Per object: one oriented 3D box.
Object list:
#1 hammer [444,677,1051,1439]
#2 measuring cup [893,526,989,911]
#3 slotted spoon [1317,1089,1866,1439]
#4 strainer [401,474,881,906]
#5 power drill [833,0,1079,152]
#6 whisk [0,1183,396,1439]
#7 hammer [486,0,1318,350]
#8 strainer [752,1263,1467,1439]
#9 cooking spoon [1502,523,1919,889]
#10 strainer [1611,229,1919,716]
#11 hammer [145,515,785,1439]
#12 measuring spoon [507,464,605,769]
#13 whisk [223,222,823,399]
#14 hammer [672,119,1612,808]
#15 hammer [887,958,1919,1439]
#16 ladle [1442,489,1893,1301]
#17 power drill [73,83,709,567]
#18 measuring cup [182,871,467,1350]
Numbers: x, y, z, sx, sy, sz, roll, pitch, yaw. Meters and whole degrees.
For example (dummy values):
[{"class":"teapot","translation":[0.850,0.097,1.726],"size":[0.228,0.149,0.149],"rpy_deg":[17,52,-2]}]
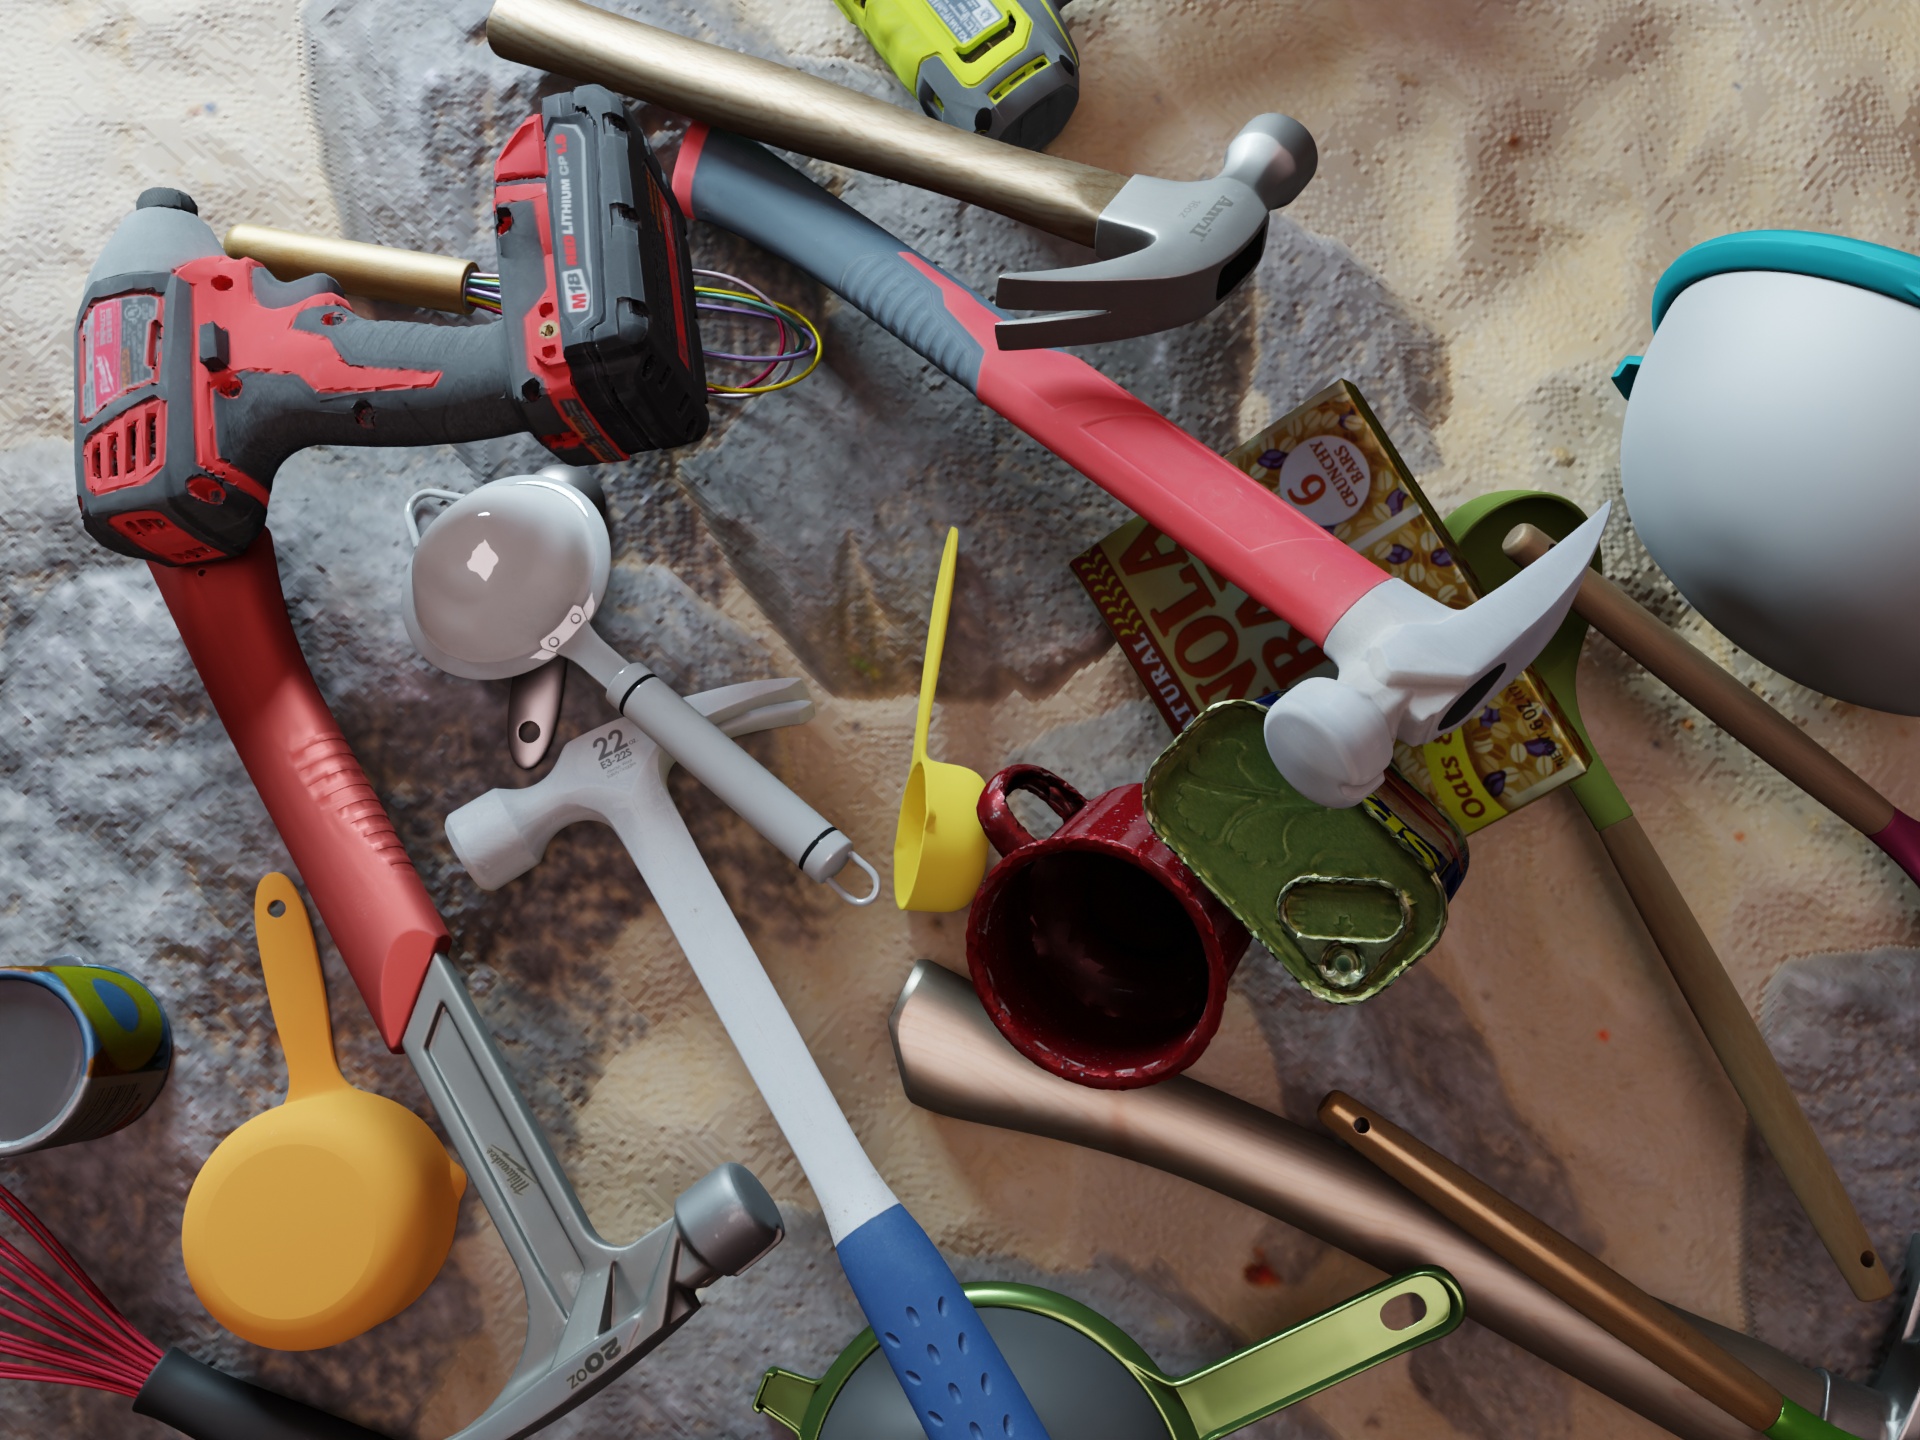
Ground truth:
[{"class":"hammer","translation":[-0.031,0.157,0.537],"size":[0.144,0.035,0.406],"rpy_deg":[-31,66,-8]},{"class":"measuring cup","translation":[-0.001,-0.002,0.614],"size":[0.029,0.062,0.157],"rpy_deg":[10,70,-10]},{"class":"slotted spoon","translation":[0.261,0.224,0.556],"size":[0.314,0.031,0.070],"rpy_deg":[34,79,7]},{"class":"strainer","translation":[-0.125,-0.018,0.582],"size":[0.258,0.050,0.087],"rpy_deg":[39,82,15]},{"class":"power drill","translation":[0.045,-0.355,0.654],"size":[0.223,0.080,0.171],"rpy_deg":[-36,85,-4]},{"class":"whisk","translation":[-0.302,0.223,0.562],"size":[0.296,0.073,0.073],"rpy_deg":[28,81,-4]},{"class":"hammer","translation":[-0.045,-0.221,0.595],"size":[0.331,0.031,0.130],"rpy_deg":[25,58,20]},{"class":"strainer","translation":[0.055,0.251,0.537],"size":[0.256,0.069,0.151],"rpy_deg":[-28,77,6]},{"class":"cooking spoon","translation":[0.327,0.023,0.600],"size":[0.318,0.017,0.069],"rpy_deg":[35,72,-10]},{"class":"strainer","translation":[0.298,-0.070,0.492],"size":[0.211,0.340,0.095],"rpy_deg":[39,94,10]},{"class":"hammer","translation":[-0.212,0.071,0.556],"size":[0.149,0.036,0.359],"rpy_deg":[-35,70,-1]},{"class":"measuring spoon","translation":[-0.164,-0.042,0.625],"size":[0.034,0.018,0.124],"rpy_deg":[6,82,-1]},{"class":"whisk","translation":[-0.175,-0.167,0.634],"size":[0.245,0.051,0.047],"rpy_deg":[11,86,3]},{"class":"hammer","translation":[0.036,-0.128,0.570],"size":[0.143,0.038,0.387],"rpy_deg":[-35,60,-24]},{"class":"hammer","translation":[0.167,0.181,0.592],"size":[0.410,0.038,0.146],"rpy_deg":[25,80,2]},{"class":"ladle","translation":[0.262,0.060,0.589],"size":[0.078,0.062,0.320],"rpy_deg":[-22,77,-10]},{"class":"power drill","translation":[-0.211,-0.145,0.574],"size":[0.219,0.078,0.143],"rpy_deg":[-11,73,5]},{"class":"measuring cup","translation":[-0.241,0.139,0.576],"size":[0.095,0.052,0.174],"rpy_deg":[-14,84,-4]}]
